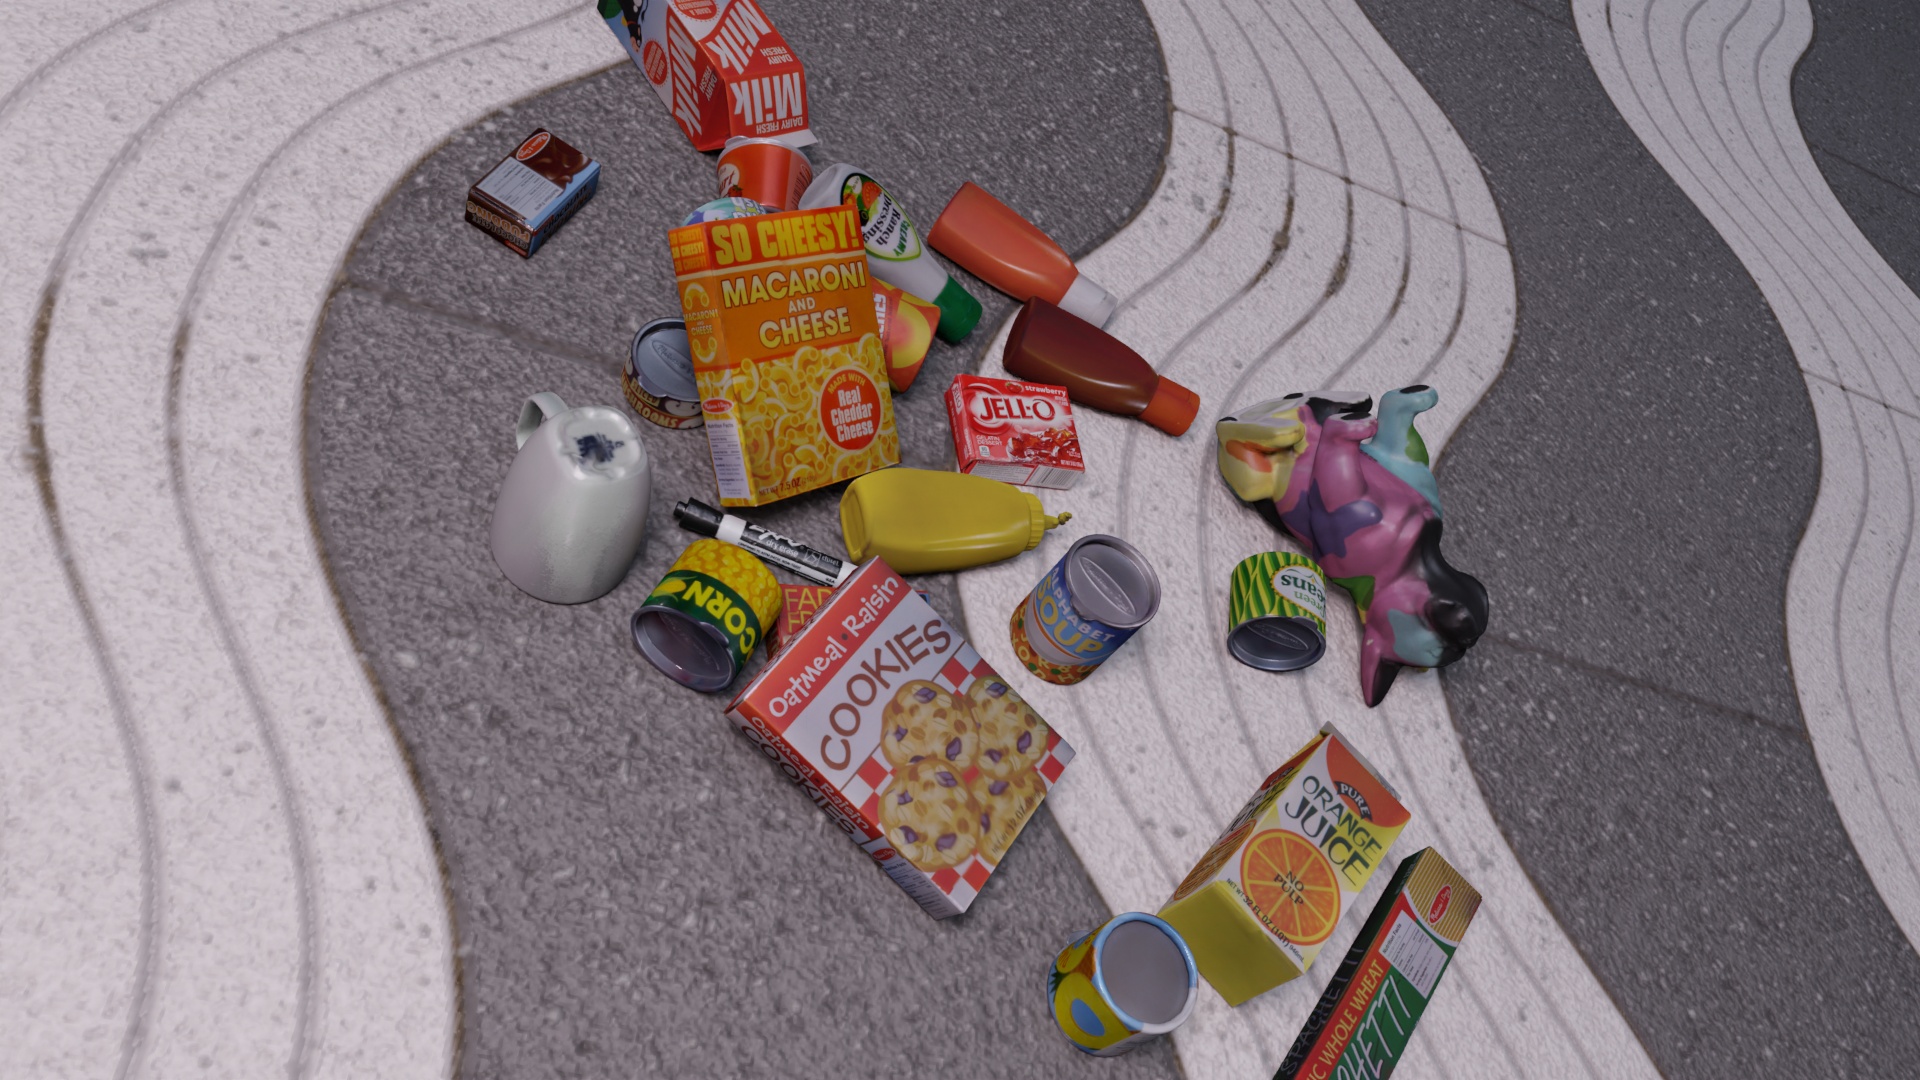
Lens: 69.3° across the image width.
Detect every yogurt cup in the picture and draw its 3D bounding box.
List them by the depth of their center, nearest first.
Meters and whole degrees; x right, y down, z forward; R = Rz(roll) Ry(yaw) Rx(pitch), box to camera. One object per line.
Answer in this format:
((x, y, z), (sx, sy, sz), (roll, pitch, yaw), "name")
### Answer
((-0.138, -0.238, 0.969), (0.072, 0.072, 0.054), (10, 63, -22), "yogurt cup")

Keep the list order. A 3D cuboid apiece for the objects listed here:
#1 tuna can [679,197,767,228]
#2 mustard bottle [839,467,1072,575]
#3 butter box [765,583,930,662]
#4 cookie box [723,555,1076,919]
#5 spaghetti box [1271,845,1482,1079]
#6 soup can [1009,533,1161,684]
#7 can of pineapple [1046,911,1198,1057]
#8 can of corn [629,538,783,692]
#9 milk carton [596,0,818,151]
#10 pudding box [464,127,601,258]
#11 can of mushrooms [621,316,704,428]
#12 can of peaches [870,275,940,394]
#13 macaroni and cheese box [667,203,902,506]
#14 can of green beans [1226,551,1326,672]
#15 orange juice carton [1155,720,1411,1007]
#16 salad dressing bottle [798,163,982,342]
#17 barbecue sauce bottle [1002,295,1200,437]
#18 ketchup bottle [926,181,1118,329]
((-0.153, -0.197, 0.928), (0.071, 0.070, 0.033), (-9, 63, -32), "tuna can")
((0.003, -0.011, 0.900), (0.160, 0.048, 0.065), (1, 62, -28), "mustard bottle")
((-0.065, 0.056, 0.834), (0.104, 0.024, 0.053), (4, 59, -25), "butter box")
((-0.032, 0.109, 0.786), (0.167, 0.040, 0.123), (45, 56, -5), "cookie box")
((0.247, 0.285, 0.842), (0.050, 0.028, 0.251), (45, 50, 6), "spaghetti box")
((0.075, 0.046, 0.876), (0.071, 0.083, 0.072), (14, 54, -19), "soup can")
((0.088, 0.244, 0.767), (0.071, 0.057, 0.071), (14, 54, -19), "can of pineapple")
((-0.139, 0.041, 0.776), (0.071, 0.070, 0.058), (34, 49, -4), "can of corn")
((-0.182, -0.355, 1.016), (0.072, 0.073, 0.191), (-26, 74, -37), "milk carton")
((-0.279, -0.228, 0.909), (0.049, 0.030, 0.084), (31, 50, -5), "pudding box")
((-0.180, -0.104, 0.876), (0.071, 0.033, 0.071), (14, 54, -20), "can of mushrooms")
((-0.052, -0.140, 0.943), (0.058, 0.071, 0.071), (23, 51, -13), "can of peaches")
((-0.105, -0.115, 0.853), (0.124, 0.040, 0.166), (-20, 105, -44), "macaroni and cheese box")
((0.219, 0.049, 0.961), (0.071, 0.071, 0.058), (22, 51, -13), "can of green beans")
((0.209, 0.189, 0.858), (0.072, 0.072, 0.194), (47, 50, 7), "orange juice carton")
((-0.046, -0.198, 0.973), (0.147, 0.044, 0.064), (40, 56, -29), "salad dressing bottle")
((0.106, -0.124, 1.033), (0.148, 0.043, 0.065), (25, 51, -12), "barbecue sauce bottle")
((0.050, -0.211, 1.061), (0.149, 0.043, 0.065), (33, 51, -4), "ketchup bottle")
